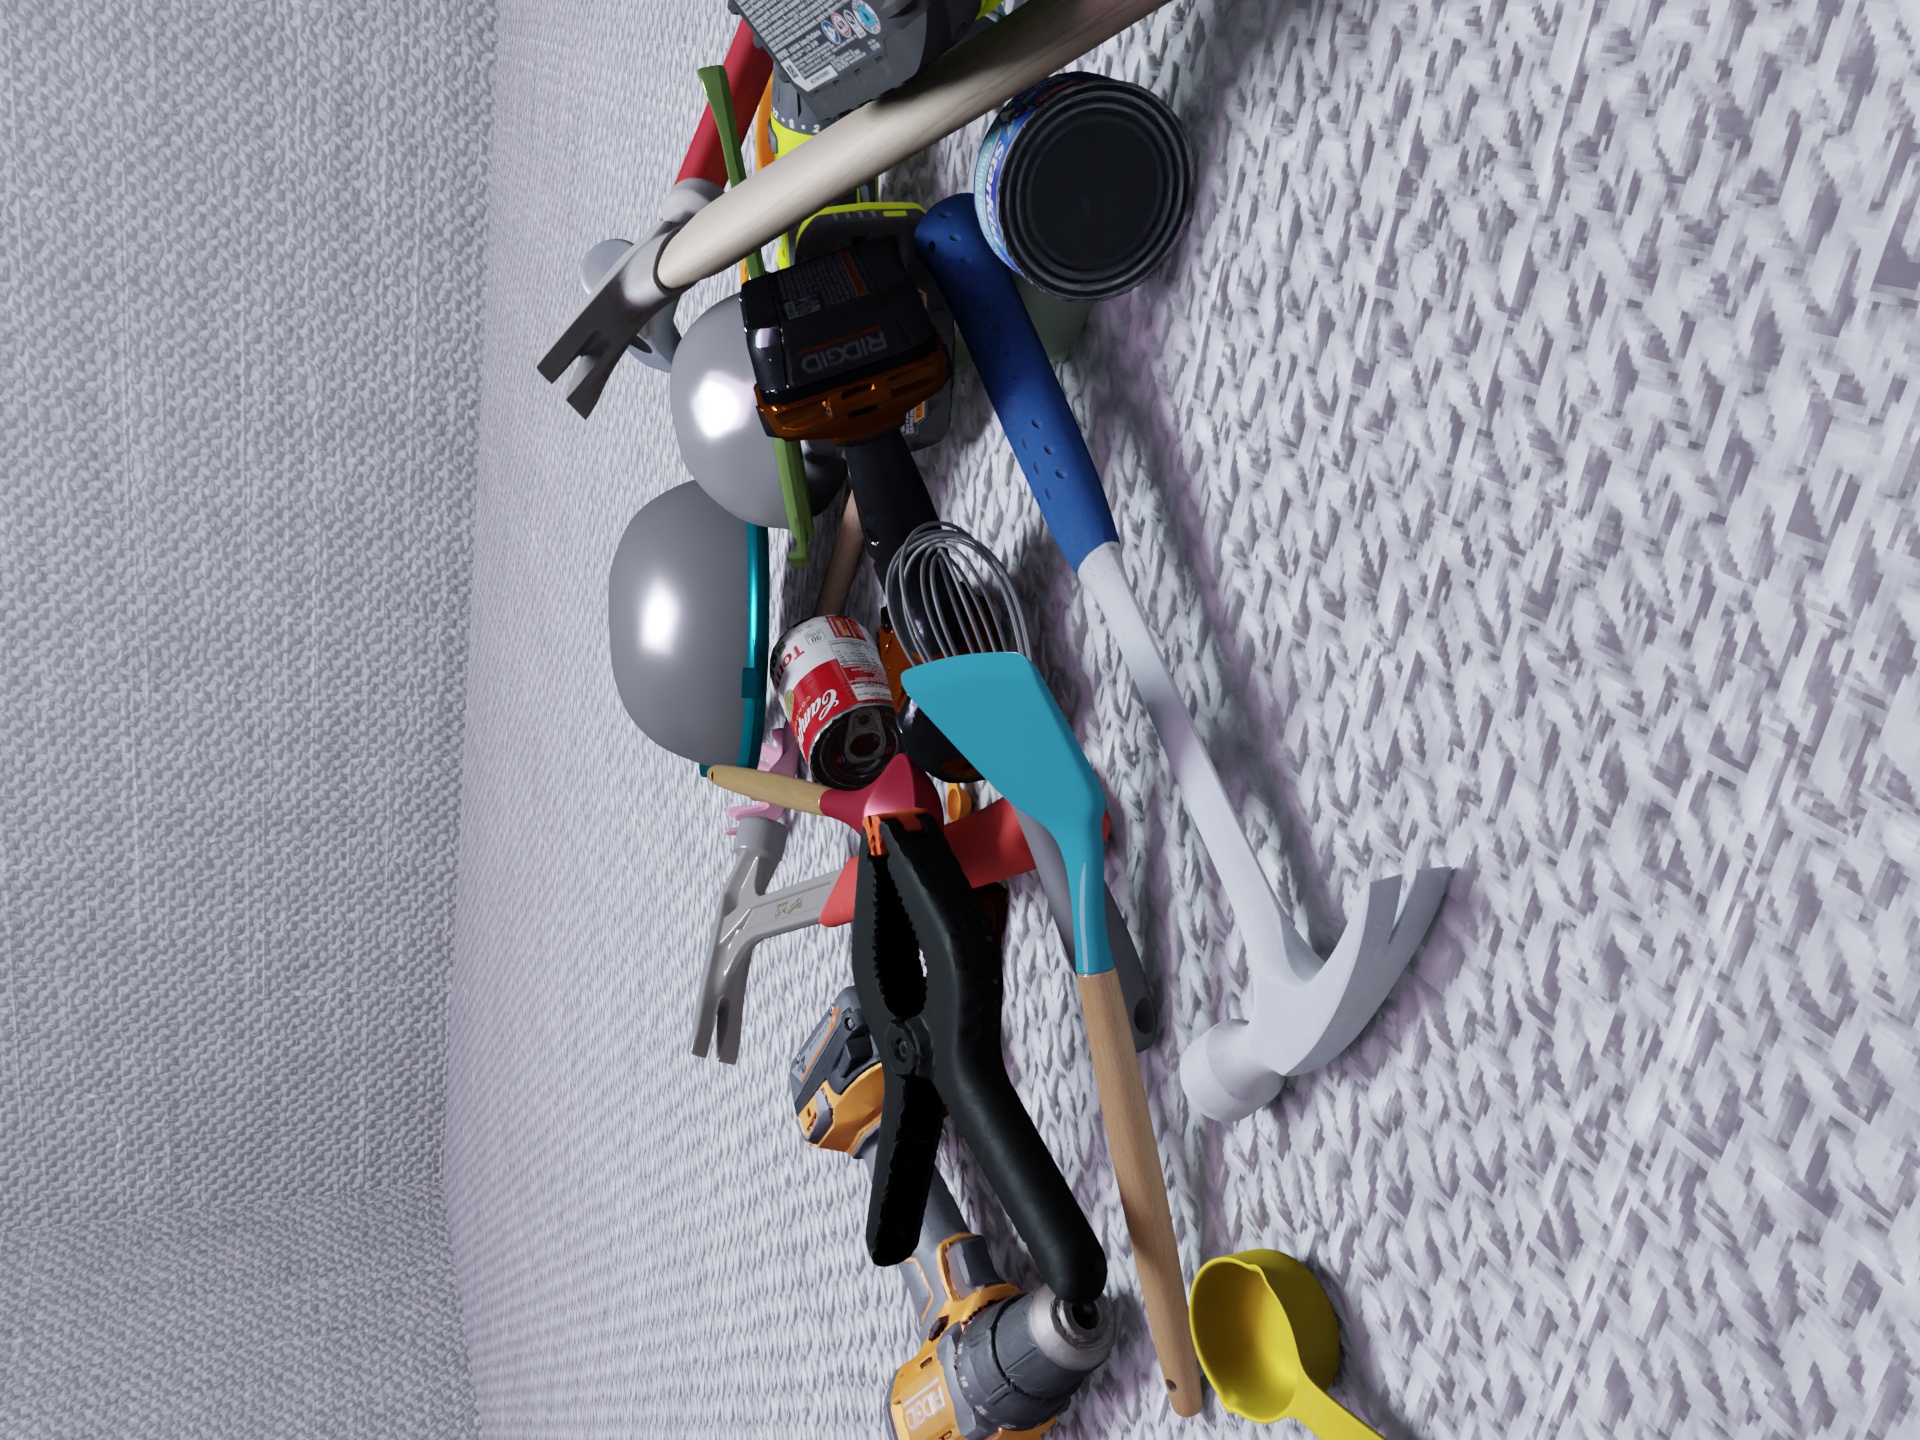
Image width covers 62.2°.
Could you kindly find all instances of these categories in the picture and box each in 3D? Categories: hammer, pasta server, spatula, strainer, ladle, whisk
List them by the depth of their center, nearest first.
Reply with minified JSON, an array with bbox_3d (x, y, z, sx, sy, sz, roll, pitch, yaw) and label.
[{"bbox_3d":[0.049,0.125,0.621,0.082,0.044,0.317,-7,97,53],"label":"spatula"},{"bbox_3d":[-0.021,-0.232,0.622,0.411,0.038,0.146,-13,40,44],"label":"hammer"},{"bbox_3d":[0.062,-0.058,0.627,0.144,0.035,0.406,-57,46,50],"label":"hammer"},{"bbox_3d":[0.029,0.030,0.662,0.055,0.055,0.239,-17,96,65],"label":"whisk"},{"bbox_3d":[-0.046,0.094,0.835,0.359,0.036,0.149,-23,52,54],"label":"hammer"},{"bbox_3d":[-0.081,0.043,0.855,0.315,0.031,0.069,7,92,62],"label":"ladle"},{"bbox_3d":[-0.132,-0.214,0.859,0.152,0.069,0.256,-104,5,-59],"label":"strainer"},{"bbox_3d":[-0.111,-0.387,0.916,0.143,0.038,0.386,49,-119,-78],"label":"hammer"},{"bbox_3d":[-0.104,-0.040,1.048,0.060,0.040,0.316,-92,19,-51],"label":"pasta server"},{"bbox_3d":[-0.193,-0.038,1.080,0.340,0.095,0.211,118,150,-61],"label":"strainer"}]

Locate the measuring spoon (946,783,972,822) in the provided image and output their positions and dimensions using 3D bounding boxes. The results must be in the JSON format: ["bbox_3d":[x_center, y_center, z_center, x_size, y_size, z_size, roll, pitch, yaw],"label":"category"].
[{"bbox_3d":[-0.001,-0.003,0.853,0.021,0.011,0.117,149,121,-64],"label":"measuring spoon"}]

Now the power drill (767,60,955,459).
[{"bbox_3d":[-0.061,-0.268,0.847,0.190,0.080,0.229,93,167,-47],"label":"power drill"}]

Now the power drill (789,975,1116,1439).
[{"bbox_3d":[-0.005,0.239,0.779,0.185,0.084,0.226,-57,44,47],"label":"power drill"}]

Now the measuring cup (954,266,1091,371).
[{"bbox_3d":[0.011,-0.204,0.784,0.167,0.038,0.083,-15,76,63],"label":"measuring cup"}]

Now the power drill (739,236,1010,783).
[{"bbox_3d":[-0.032,-0.101,0.748,0.164,0.084,0.226,-109,1,-62],"label":"power drill"}]

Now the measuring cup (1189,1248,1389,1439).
[{"bbox_3d":[0.138,0.235,0.531,0.157,0.029,0.062,31,119,49],"label":"measuring cup"}]

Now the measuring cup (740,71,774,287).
[{"bbox_3d":[-0.105,-0.351,1.032,0.173,0.052,0.095,114,147,-46],"label":"measuring cup"}]

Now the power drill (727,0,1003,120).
[{"bbox_3d":[0.017,-0.329,0.592,0.080,0.223,0.171,50,166,-24],"label":"power drill"}]
